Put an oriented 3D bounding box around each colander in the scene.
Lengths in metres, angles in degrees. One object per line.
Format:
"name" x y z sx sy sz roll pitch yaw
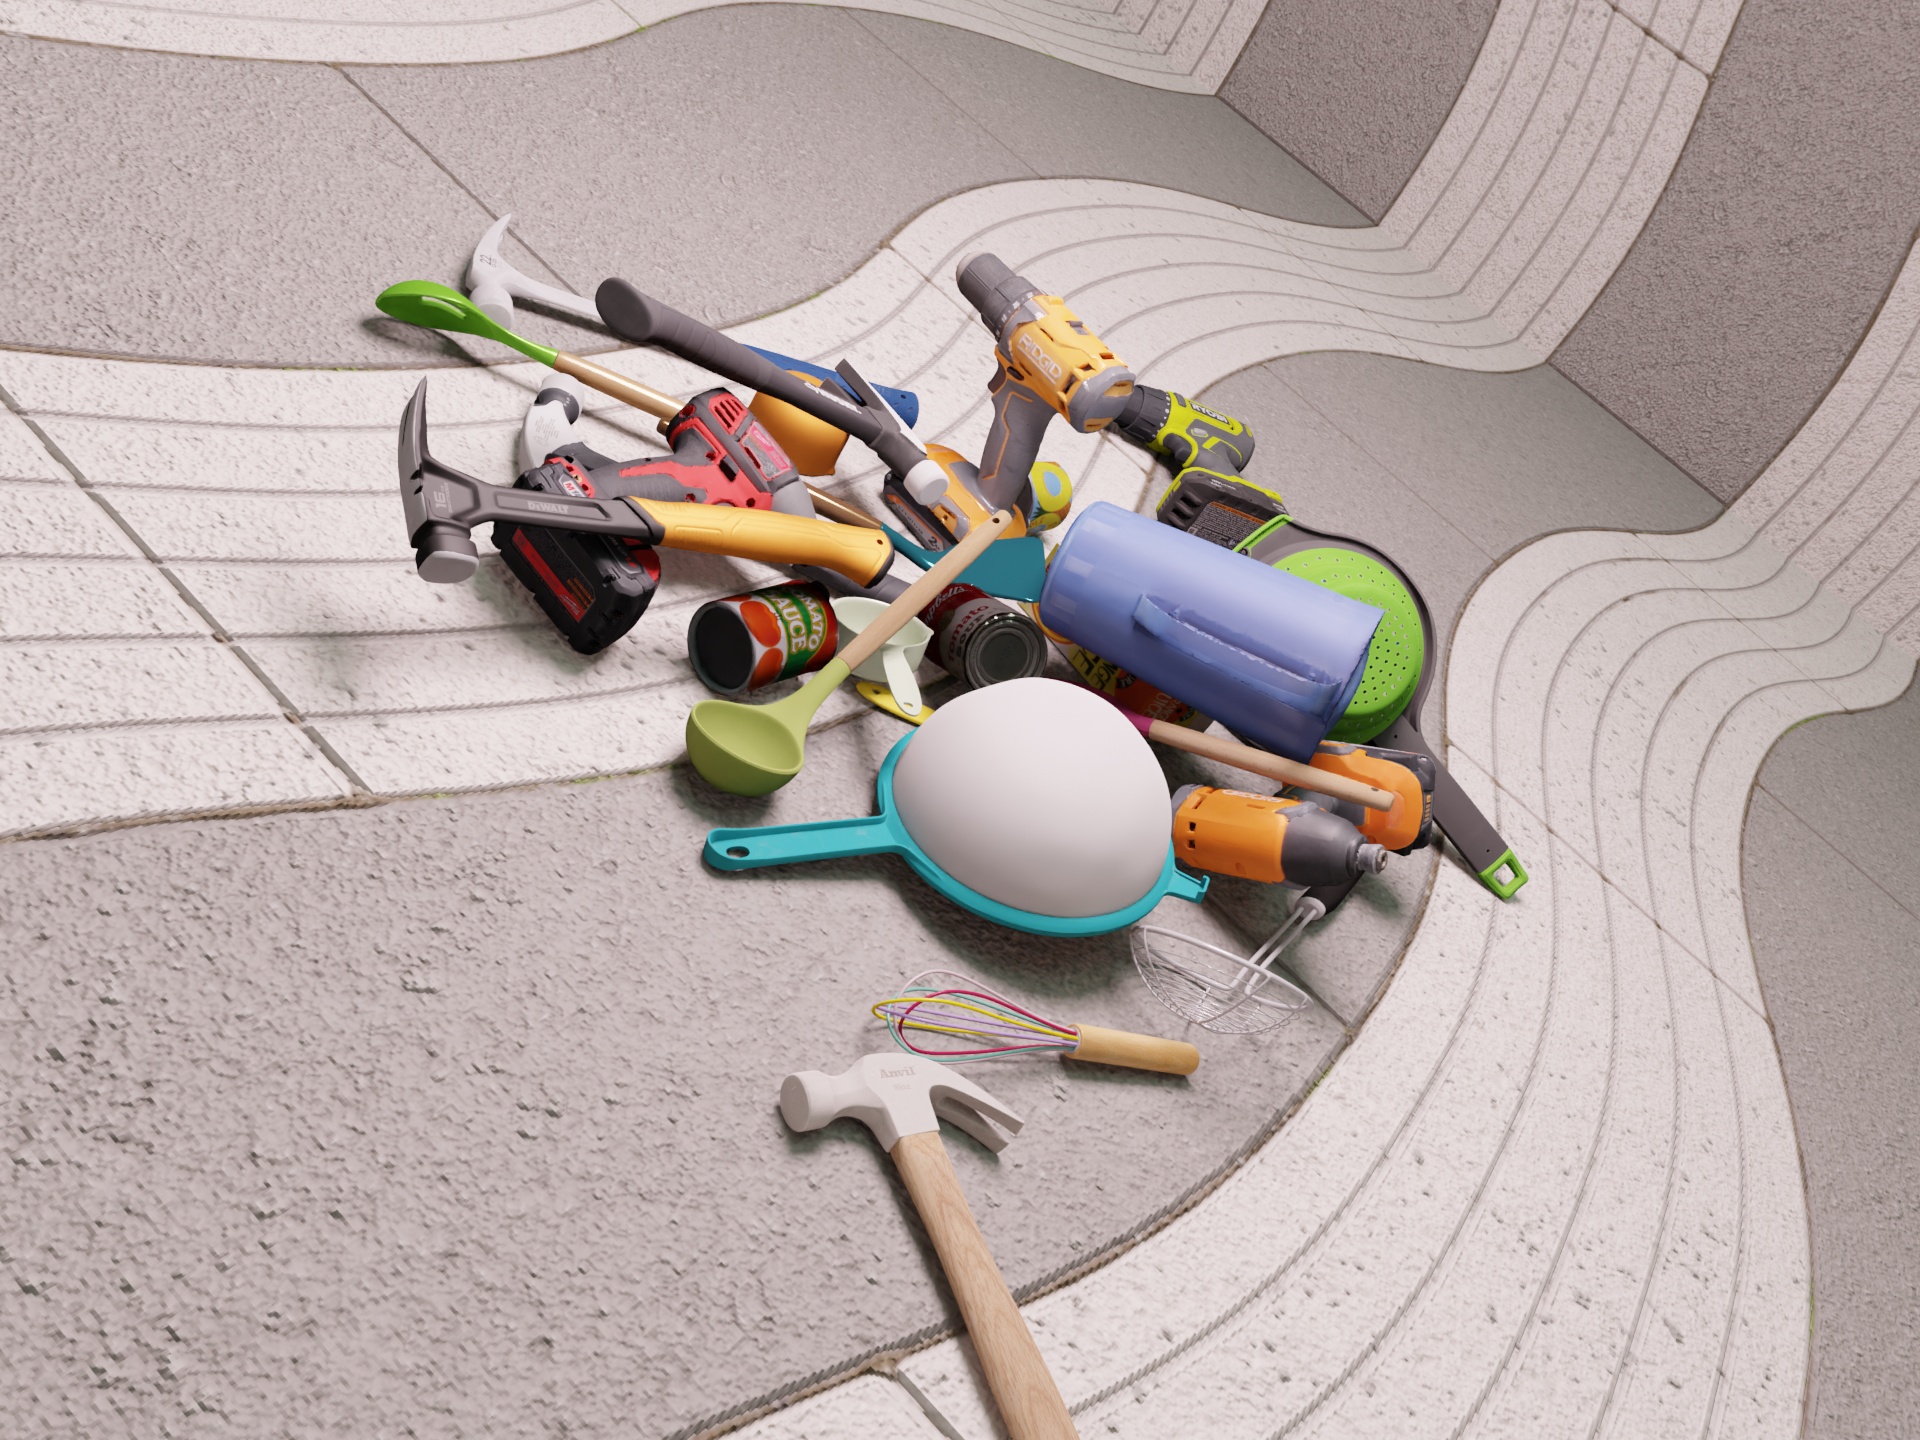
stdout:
"colander" 0.370 0.002 1.350 0.397 0.204 0.094 49 -4 -7

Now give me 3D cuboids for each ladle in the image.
"ladle" -0.061 -0.059 1.068 0.078 0.062 0.320 36 57 14

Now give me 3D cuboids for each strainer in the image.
"strainer" 0.002 0.041 1.024 0.340 0.095 0.211 -4 43 -31

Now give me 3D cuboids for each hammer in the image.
"hammer" -0.140 -0.254 1.173 0.334 0.035 0.146 14 34 -56
"hammer" 0.023 0.315 0.809 0.130 0.031 0.332 1 48 -39
"hammer" -0.185 -0.130 1.007 0.336 0.034 0.127 4 59 -39
"hammer" -0.137 -0.131 1.202 0.408 0.036 0.149 23 37 -18
"hammer" -0.219 -0.325 1.362 0.405 0.035 0.144 12 41 -30

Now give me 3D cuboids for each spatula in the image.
"spatula" -0.081 -0.166 1.223 0.317 0.044 0.082 24 42 -18

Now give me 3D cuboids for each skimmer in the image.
"skimmer" 0.239 0.133 1.156 0.127 0.090 0.363 18 24 27

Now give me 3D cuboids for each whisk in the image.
"whisk" 0.053 0.193 0.970 0.244 0.047 0.051 16 31 -32

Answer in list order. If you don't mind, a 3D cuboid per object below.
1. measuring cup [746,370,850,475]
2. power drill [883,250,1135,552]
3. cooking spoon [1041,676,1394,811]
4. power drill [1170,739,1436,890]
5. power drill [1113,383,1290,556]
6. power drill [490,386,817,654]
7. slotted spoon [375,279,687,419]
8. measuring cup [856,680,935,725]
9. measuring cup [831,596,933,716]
"measuring cup" -0.147 -0.235 1.300 0.095 0.052 0.174 36 32 0
"power drill" 0.023 -0.256 1.315 0.084 0.226 0.185 -15 58 -49
"cooking spoon" 0.167 0.014 1.186 0.319 0.017 0.069 18 25 25
"power drill" 0.279 0.075 1.210 0.164 0.084 0.226 9 14 38
"power drill" 0.237 -0.265 1.644 0.190 0.080 0.229 17 36 -25
"power drill" -0.193 -0.137 1.084 0.143 0.078 0.220 51 44 2
"slotted spoon" -0.283 -0.263 1.209 0.313 0.070 0.031 22 78 -18
"measuring cup" -0.002 -0.004 1.168 0.156 0.029 0.062 23 36 -20
"measuring cup" -0.054 -0.034 1.124 0.083 0.038 0.168 10 28 -20
